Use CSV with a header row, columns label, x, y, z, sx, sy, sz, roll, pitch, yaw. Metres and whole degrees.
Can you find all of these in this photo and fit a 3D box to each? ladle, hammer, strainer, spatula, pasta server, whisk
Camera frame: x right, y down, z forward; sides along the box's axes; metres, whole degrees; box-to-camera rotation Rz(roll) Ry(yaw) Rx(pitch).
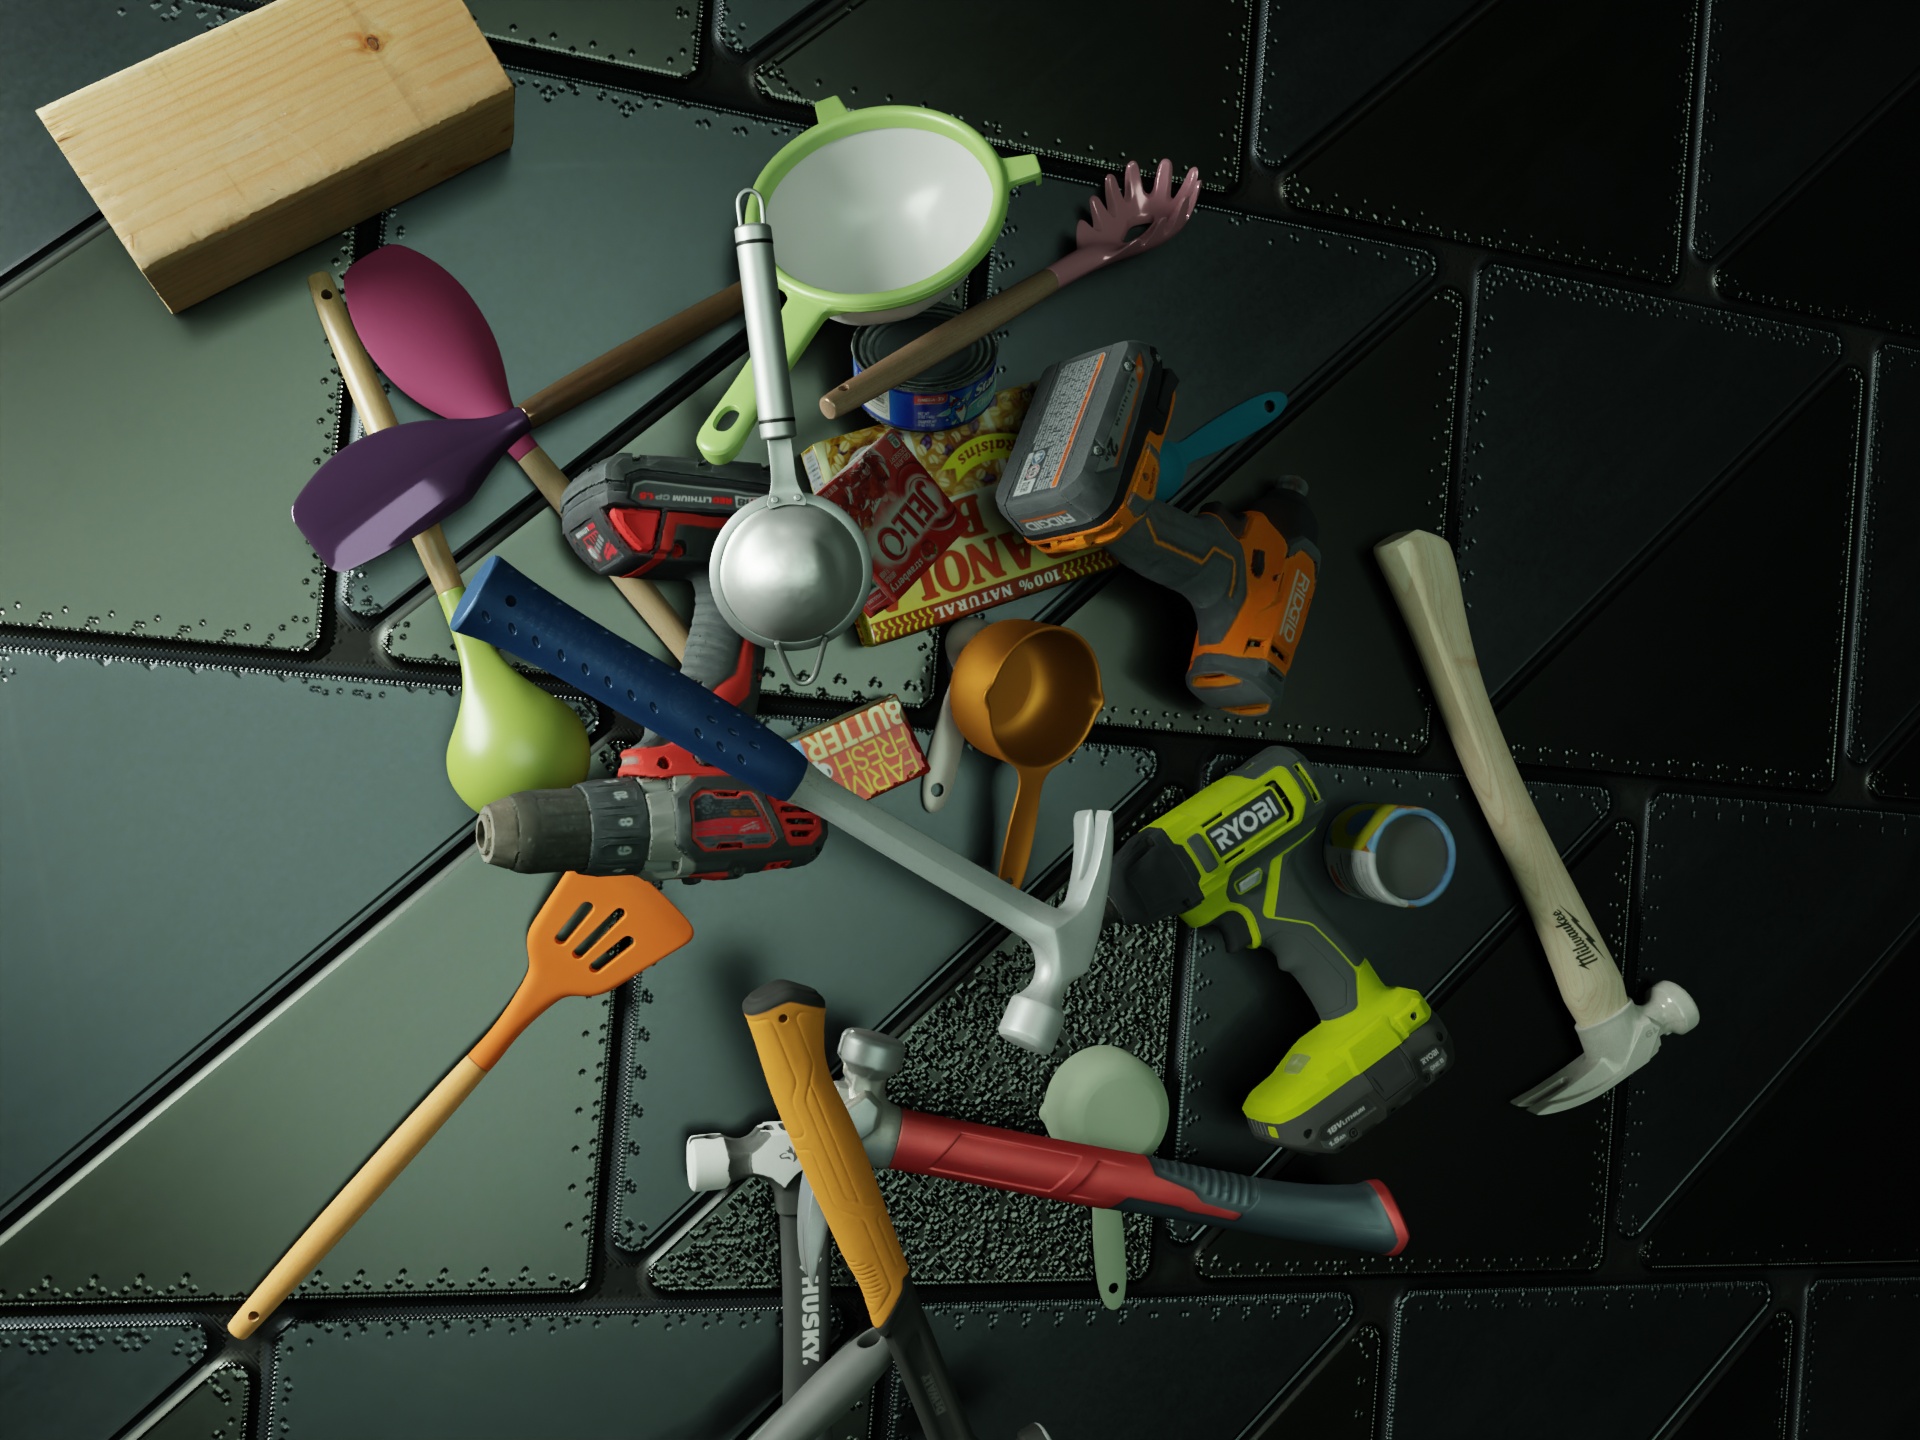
label,x,y,z,sx,sy,sz,roll,pitch,yaw
ladle,-0.291,-0.093,0.876,0.078,0.062,0.320,-23,90,-18
hammer,0.368,0.066,1.083,0.146,0.038,0.410,-28,98,-14
hammer,-0.085,0.405,0.942,0.146,0.035,0.335,-1,91,-17
strainer,-0.095,-0.143,0.824,0.087,0.050,0.258,-8,98,-11
spatula,-0.222,-0.182,0.882,0.316,0.018,0.060,-36,92,-22
strainer,-0.069,-0.234,0.902,0.151,0.069,0.256,23,70,19
hammer,-0.053,0.302,0.877,0.127,0.034,0.337,-22,99,-16
hammer,-0.077,0.032,0.847,0.405,0.035,0.144,33,70,-26
spatula,-0.283,0.209,0.875,0.081,0.041,0.322,44,79,-14
pasta server,0.034,-0.254,0.929,0.316,0.060,0.040,-38,141,-32
whisk,-0.124,0.428,0.891,0.239,0.055,0.055,-40,102,-16
hammer,0.095,0.293,0.957,0.386,0.038,0.143,15,88,-17

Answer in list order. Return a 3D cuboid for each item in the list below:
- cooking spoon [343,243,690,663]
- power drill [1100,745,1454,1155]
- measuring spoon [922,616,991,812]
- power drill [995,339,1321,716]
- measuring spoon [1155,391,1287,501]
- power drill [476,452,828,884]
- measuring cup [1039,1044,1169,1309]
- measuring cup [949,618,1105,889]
label,x,y,z,sx,sy,sz,roll,pitch,yaw
cooking spoon,-0.227,-0.130,0.898,0.069,0.017,0.318,-45,105,-28
power drill,0.192,0.151,1.000,0.171,0.080,0.223,-31,90,-16
measuring spoon,-0.002,-0.003,0.974,0.034,0.018,0.124,15,87,-17
power drill,0.136,-0.125,0.959,0.226,0.084,0.164,37,63,-34
measuring spoon,0.162,-0.181,1.022,0.128,0.021,0.042,-30,99,-13
power drill,-0.169,-0.023,0.858,0.187,0.080,0.227,-1,83,-32
measuring cup,0.097,0.290,0.996,0.083,0.038,0.167,-3,89,-18
measuring cup,0.029,0.023,0.965,0.095,0.052,0.173,2,104,-38
